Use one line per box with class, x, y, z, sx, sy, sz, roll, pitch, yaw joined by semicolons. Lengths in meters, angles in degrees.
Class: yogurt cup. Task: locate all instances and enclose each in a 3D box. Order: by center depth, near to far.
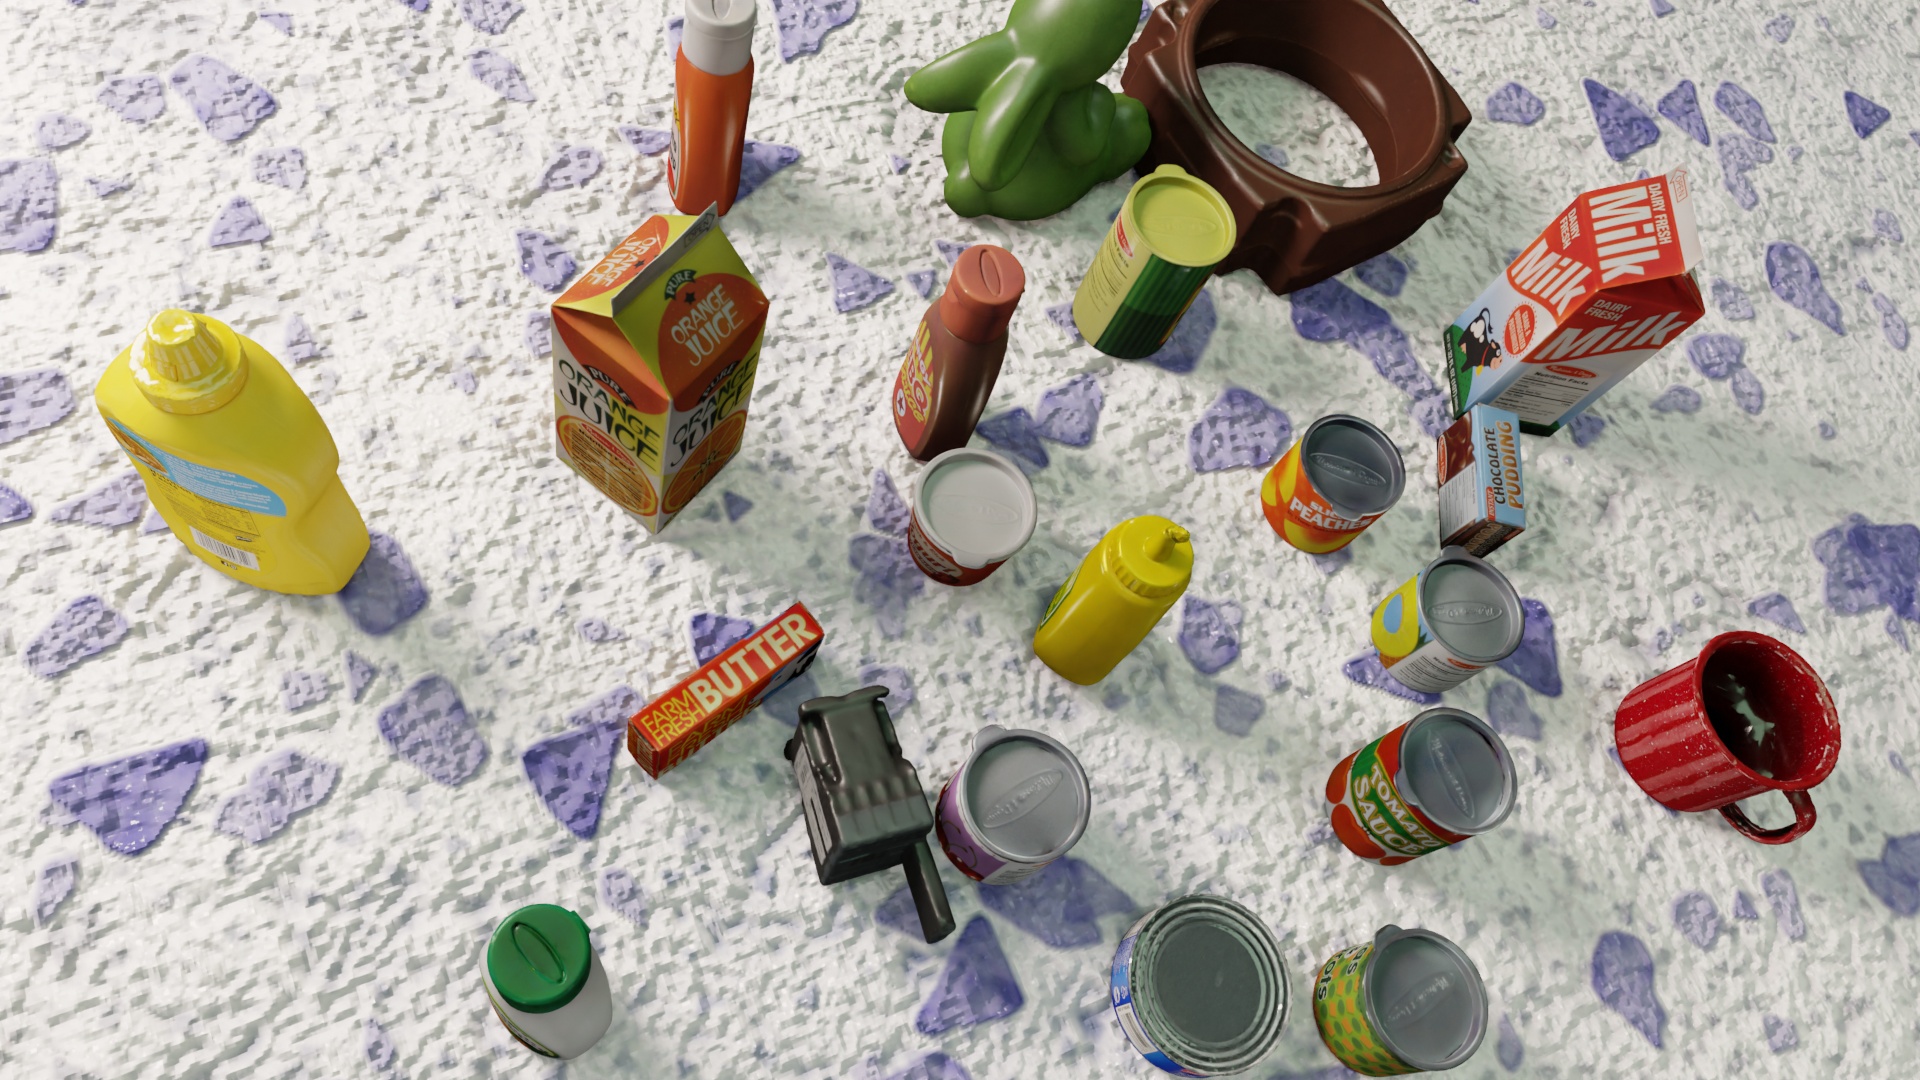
yogurt cup;0.003;-0.009;0.757;0.072;0.053;0.072;6;64;-12

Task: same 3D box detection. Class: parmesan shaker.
parmesan shaker;0.113;-0.164;0.832;0.071;0.102;0.071;6;64;-12

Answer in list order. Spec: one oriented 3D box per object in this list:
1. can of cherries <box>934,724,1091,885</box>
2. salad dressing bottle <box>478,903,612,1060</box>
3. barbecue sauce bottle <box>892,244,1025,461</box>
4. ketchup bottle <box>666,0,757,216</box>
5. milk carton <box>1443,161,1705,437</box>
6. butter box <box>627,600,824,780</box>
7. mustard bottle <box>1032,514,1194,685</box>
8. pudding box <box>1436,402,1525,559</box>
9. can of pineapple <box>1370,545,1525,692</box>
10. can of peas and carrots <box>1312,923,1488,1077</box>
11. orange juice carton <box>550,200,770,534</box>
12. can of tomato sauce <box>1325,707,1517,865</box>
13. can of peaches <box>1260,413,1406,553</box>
can of cherries;0.024;0.132;0.694;0.071;0.058;0.072;6;64;-12
salad dressing bottle;-0.170;0.179;0.569;0.044;0.147;0.064;-39;80;-26
barbecue sauce bottle;-0.002;-0.101;0.746;0.044;0.148;0.065;-5;67;-17
ketchup bottle;-0.139;-0.249;0.779;0.043;0.148;0.065;3;65;-14
milk carton;0.379;-0.143;0.844;0.073;0.189;0.072;9;64;-11
butter box;-0.116;0.074;0.686;0.104;0.053;0.024;-35;79;-26
mustard bottle;0.082;0.023;0.703;0.049;0.159;0.065;33;62;2
pudding box;0.321;-0.037;0.858;0.030;0.049;0.084;12;63;-9
can of pineapple;0.280;0.047;0.803;0.071;0.057;0.071;6;64;-12
can of peas and carrots;0.218;0.231;0.698;0.071;0.058;0.071;6;64;-12
orange juice carton;-0.148;-0.085;0.674;0.073;0.191;0.072;37;62;4
can of tomato sauce;0.240;0.133;0.737;0.071;0.082;0.071;6;64;-12
can of peaches;0.219;-0.031;0.823;0.071;0.057;0.071;6;64;-12
